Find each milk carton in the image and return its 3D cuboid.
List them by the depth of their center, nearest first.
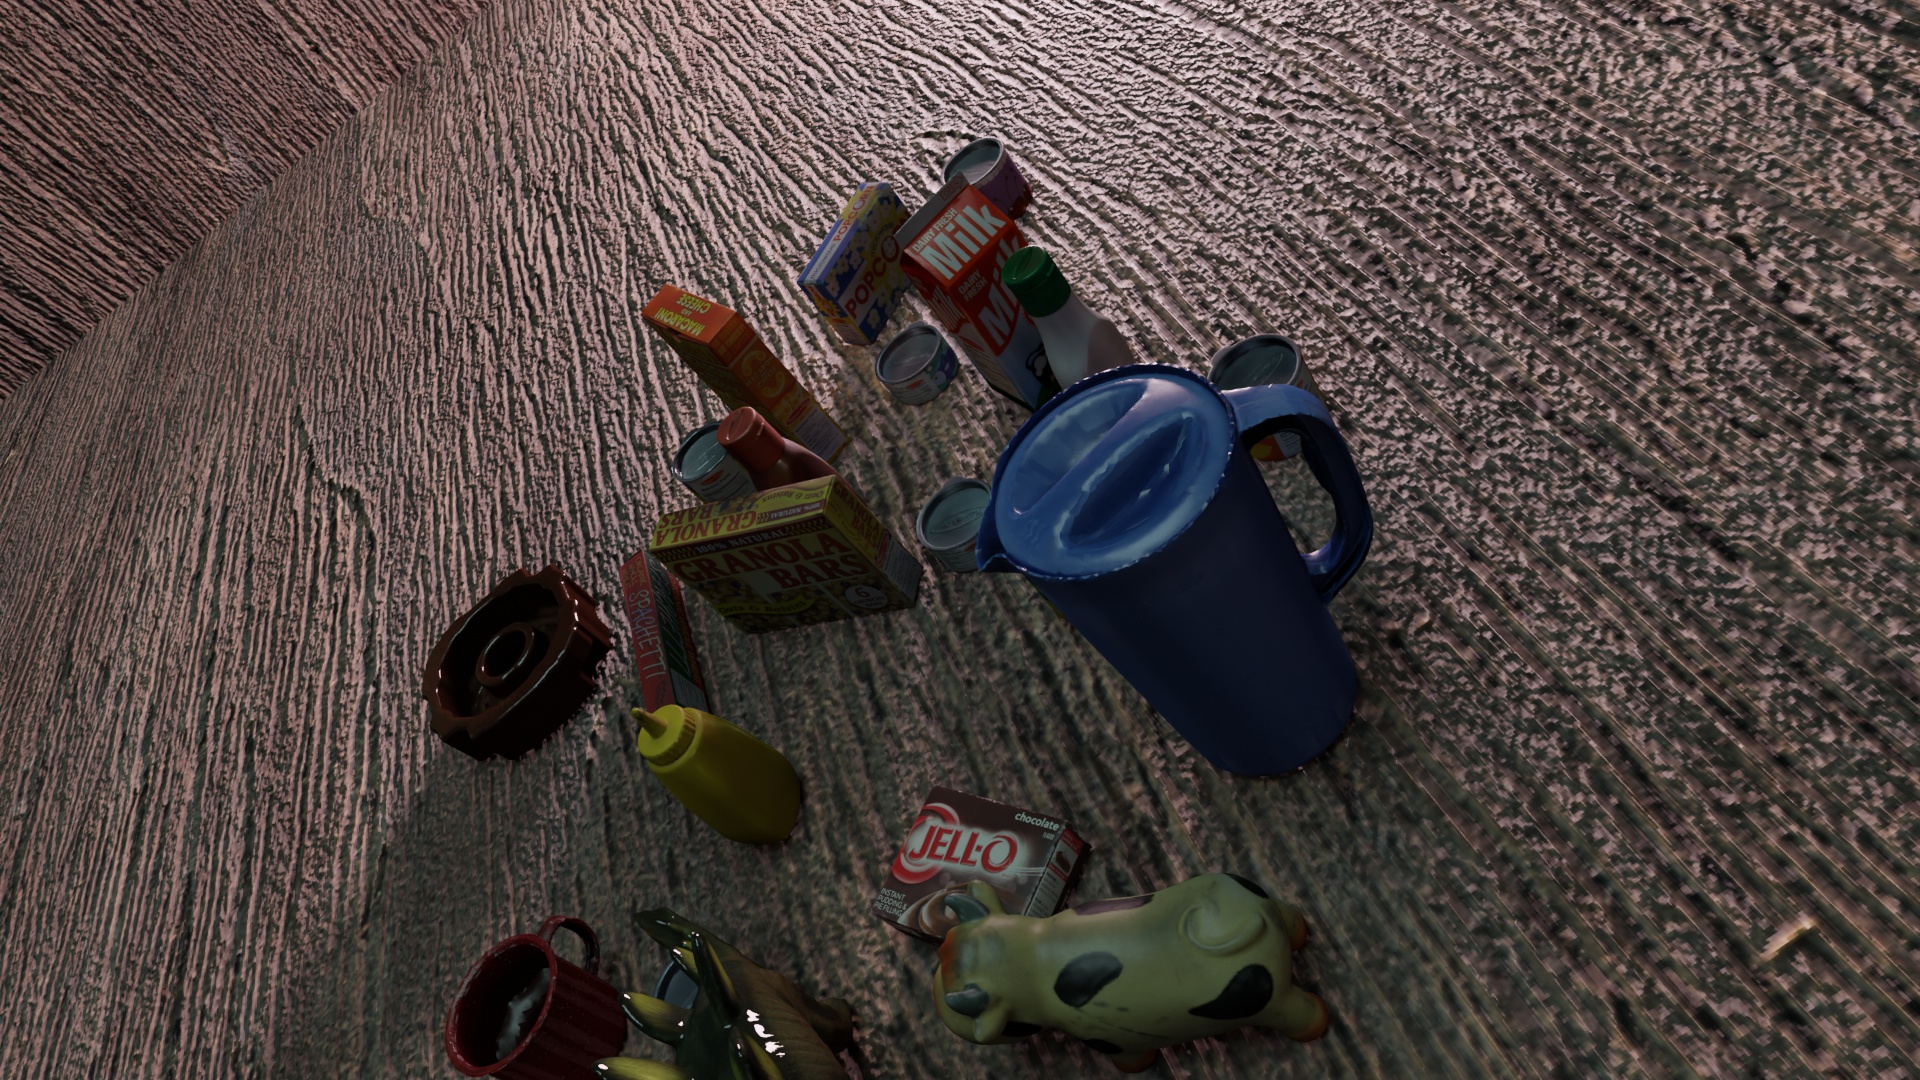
[{"bbox_3d":[0.022,-0.188,1.053,0.072,0.190,0.073,-47,41,-6],"label":"milk carton"}]

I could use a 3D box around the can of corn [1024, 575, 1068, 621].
[{"bbox_3d":[0.079,0.015,0.937,0.071,0.058,0.071,-20,45,22],"label":"can of corn"}]

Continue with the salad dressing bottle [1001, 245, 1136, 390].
[{"bbox_3d":[0.081,-0.152,1.011,0.044,0.147,0.064,5,59,40],"label":"salad dressing bottle"}]

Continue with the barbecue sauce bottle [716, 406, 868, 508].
[{"bbox_3d":[-0.129,-0.044,1.076,0.043,0.148,0.065,-5,53,35],"label":"barbecue sauce bottle"}]

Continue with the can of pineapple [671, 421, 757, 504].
[{"bbox_3d":[-0.210,-0.063,1.221,0.071,0.057,0.071,-20,45,22],"label":"can of pineapple"}]

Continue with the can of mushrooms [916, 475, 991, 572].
[{"bbox_3d":[0.004,-0.013,1.036,0.071,0.033,0.071,-20,45,22],"label":"can of mushrooms"}]

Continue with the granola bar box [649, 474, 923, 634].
[{"bbox_3d":[-0.131,0.015,1.044,0.165,0.124,0.039,-11,50,30],"label":"granola bar box"}]

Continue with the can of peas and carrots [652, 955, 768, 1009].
[{"bbox_3d":[-0.148,0.292,0.868,0.071,0.058,0.071,-20,45,22],"label":"can of peas and carrots"}]

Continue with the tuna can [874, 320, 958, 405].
[{"bbox_3d":[-0.036,-0.151,1.186,0.071,0.032,0.071,-20,45,22],"label":"tuna can"}]

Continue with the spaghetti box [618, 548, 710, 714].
[{"bbox_3d":[-0.231,0.100,1.102,0.028,0.050,0.251,-35,42,7],"label":"spaghetti box"}]

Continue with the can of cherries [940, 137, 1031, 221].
[{"bbox_3d":[0.022,-0.322,1.269,0.071,0.058,0.072,-20,45,22],"label":"can of cherries"}]

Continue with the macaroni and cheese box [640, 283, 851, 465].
[{"bbox_3d":[-0.183,-0.138,1.183,0.040,0.166,0.124,-51,42,-11],"label":"macaroni and cheese box"}]

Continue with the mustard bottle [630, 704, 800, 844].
[{"bbox_3d":[-0.169,0.149,0.931,0.048,0.159,0.065,-15,48,27],"label":"mustard bottle"}]

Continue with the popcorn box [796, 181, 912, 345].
[{"bbox_3d":[-0.086,-0.253,1.271,0.038,0.085,0.127,8,61,41],"label":"popcorn box"}]

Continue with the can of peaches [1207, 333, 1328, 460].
[{"bbox_3d":[0.206,-0.097,0.937,0.071,0.058,0.071,-20,45,22],"label":"can of peaches"}]
